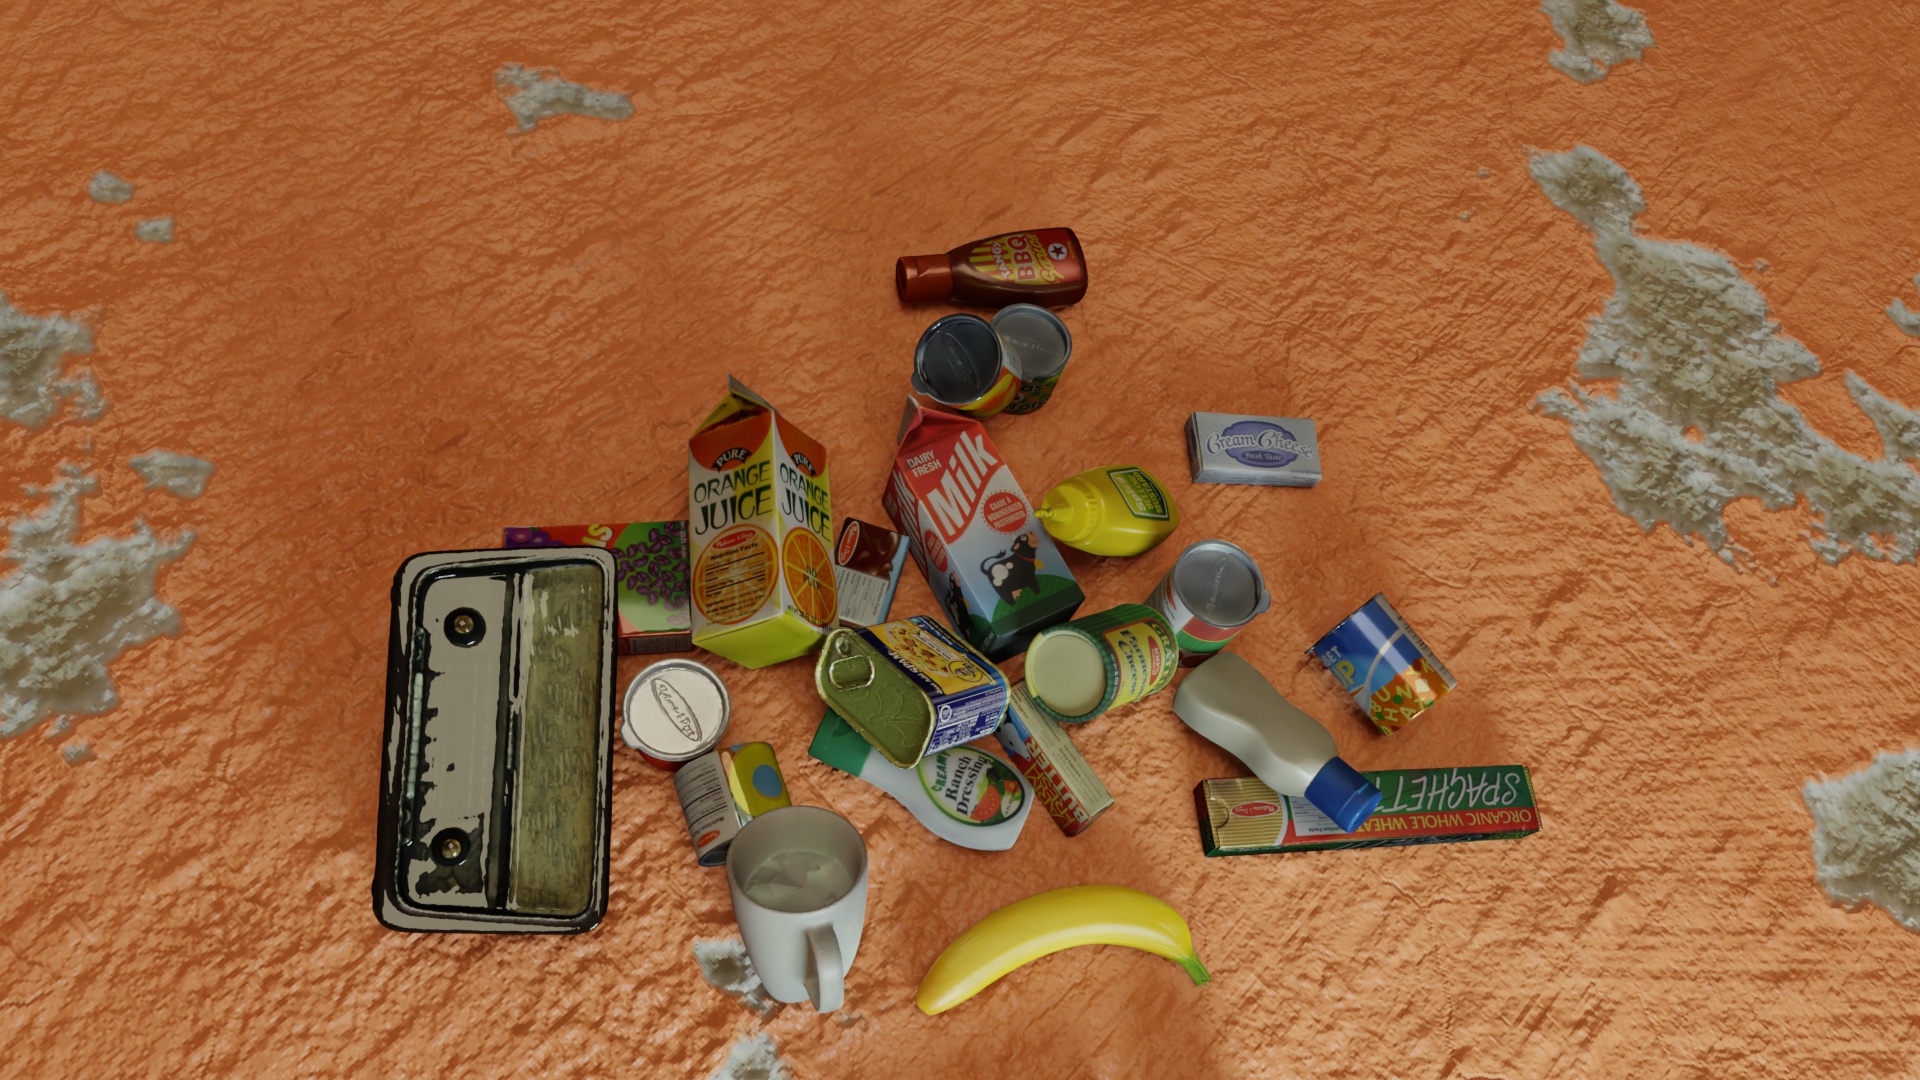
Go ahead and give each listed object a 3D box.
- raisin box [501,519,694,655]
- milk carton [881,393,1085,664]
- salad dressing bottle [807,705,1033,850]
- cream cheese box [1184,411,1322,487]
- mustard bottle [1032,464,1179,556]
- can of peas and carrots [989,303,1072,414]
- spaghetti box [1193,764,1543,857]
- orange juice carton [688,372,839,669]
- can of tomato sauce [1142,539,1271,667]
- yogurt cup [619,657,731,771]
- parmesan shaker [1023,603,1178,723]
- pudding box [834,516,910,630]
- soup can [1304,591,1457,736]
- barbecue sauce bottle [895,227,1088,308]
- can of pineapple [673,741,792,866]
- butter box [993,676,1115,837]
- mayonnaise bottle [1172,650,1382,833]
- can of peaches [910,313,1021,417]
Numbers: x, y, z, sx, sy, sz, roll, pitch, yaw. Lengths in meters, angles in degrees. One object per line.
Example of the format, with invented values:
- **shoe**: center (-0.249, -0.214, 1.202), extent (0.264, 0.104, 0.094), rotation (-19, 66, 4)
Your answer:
- **raisin box**: center (-0.242, 0.034, 0.931), extent (0.123, 0.040, 0.086), rotation (-2, 66, -13)
- **milk carton**: center (0.004, -0.012, 0.988), extent (0.074, 0.072, 0.191), rotation (-23, 71, -21)
- **salad dressing bottle**: center (-0.027, 0.154, 0.915), extent (0.148, 0.043, 0.064), rotation (23, 56, 0)
- **cream cheese box**: center (0.231, -0.071, 1.094), extent (0.104, 0.024, 0.053), rotation (3, 63, -11)
- **mustard bottle**: center (0.099, -0.020, 0.982), extent (0.160, 0.048, 0.065), rotation (-5, 59, -56)
- **can of peas and carrots**: center (0.047, -0.137, 1.067), extent (0.071, 0.058, 0.071), rotation (5, 64, -10)
- **spaghetti box**: center (0.287, 0.189, 0.975), extent (0.250, 0.028, 0.050), rotation (0, 64, -12)
- **orange juice carton**: center (-0.136, -0.018, 0.946), extent (0.073, 0.071, 0.193), rotation (-17, 63, 21)
- **can of tomato sauce**: center (0.172, 0.047, 0.990), extent (0.071, 0.082, 0.071), rotation (5, 64, -10)
- **yogurt cup**: center (-0.183, 0.116, 0.895), extent (0.072, 0.053, 0.072), rotation (5, 63, -10)
- **parmesan shaker**: center (0.096, 0.085, 0.939), extent (0.071, 0.071, 0.103), rotation (55, 30, 15)
- **pudding box**: center (-0.070, 0.030, 0.975), extent (0.050, 0.030, 0.084), rotation (17, 62, -2)
- **soup can**: center (0.304, 0.092, 1.008), extent (0.071, 0.071, 0.084), rotation (-32, 75, -24)
- **barbecue sauce bottle**: center (0.024, -0.214, 1.109), extent (0.149, 0.043, 0.065), rotation (-8, 67, -16)
- **can of pineapple**: center (-0.140, 0.166, 0.874), extent (0.071, 0.070, 0.058), rotation (-15, 69, -19)
- **butter box**: center (0.058, 0.146, 0.933), extent (0.024, 0.053, 0.103), rotation (-29, 74, -25)
- **mayonnaise bottle**: center (0.218, 0.139, 0.954), extent (0.065, 0.041, 0.148), rotation (-27, 54, -34)
- **can of peaches**: center (0.004, -0.124, 1.003), extent (0.071, 0.058, 0.071), rotation (-2, 84, 17)
